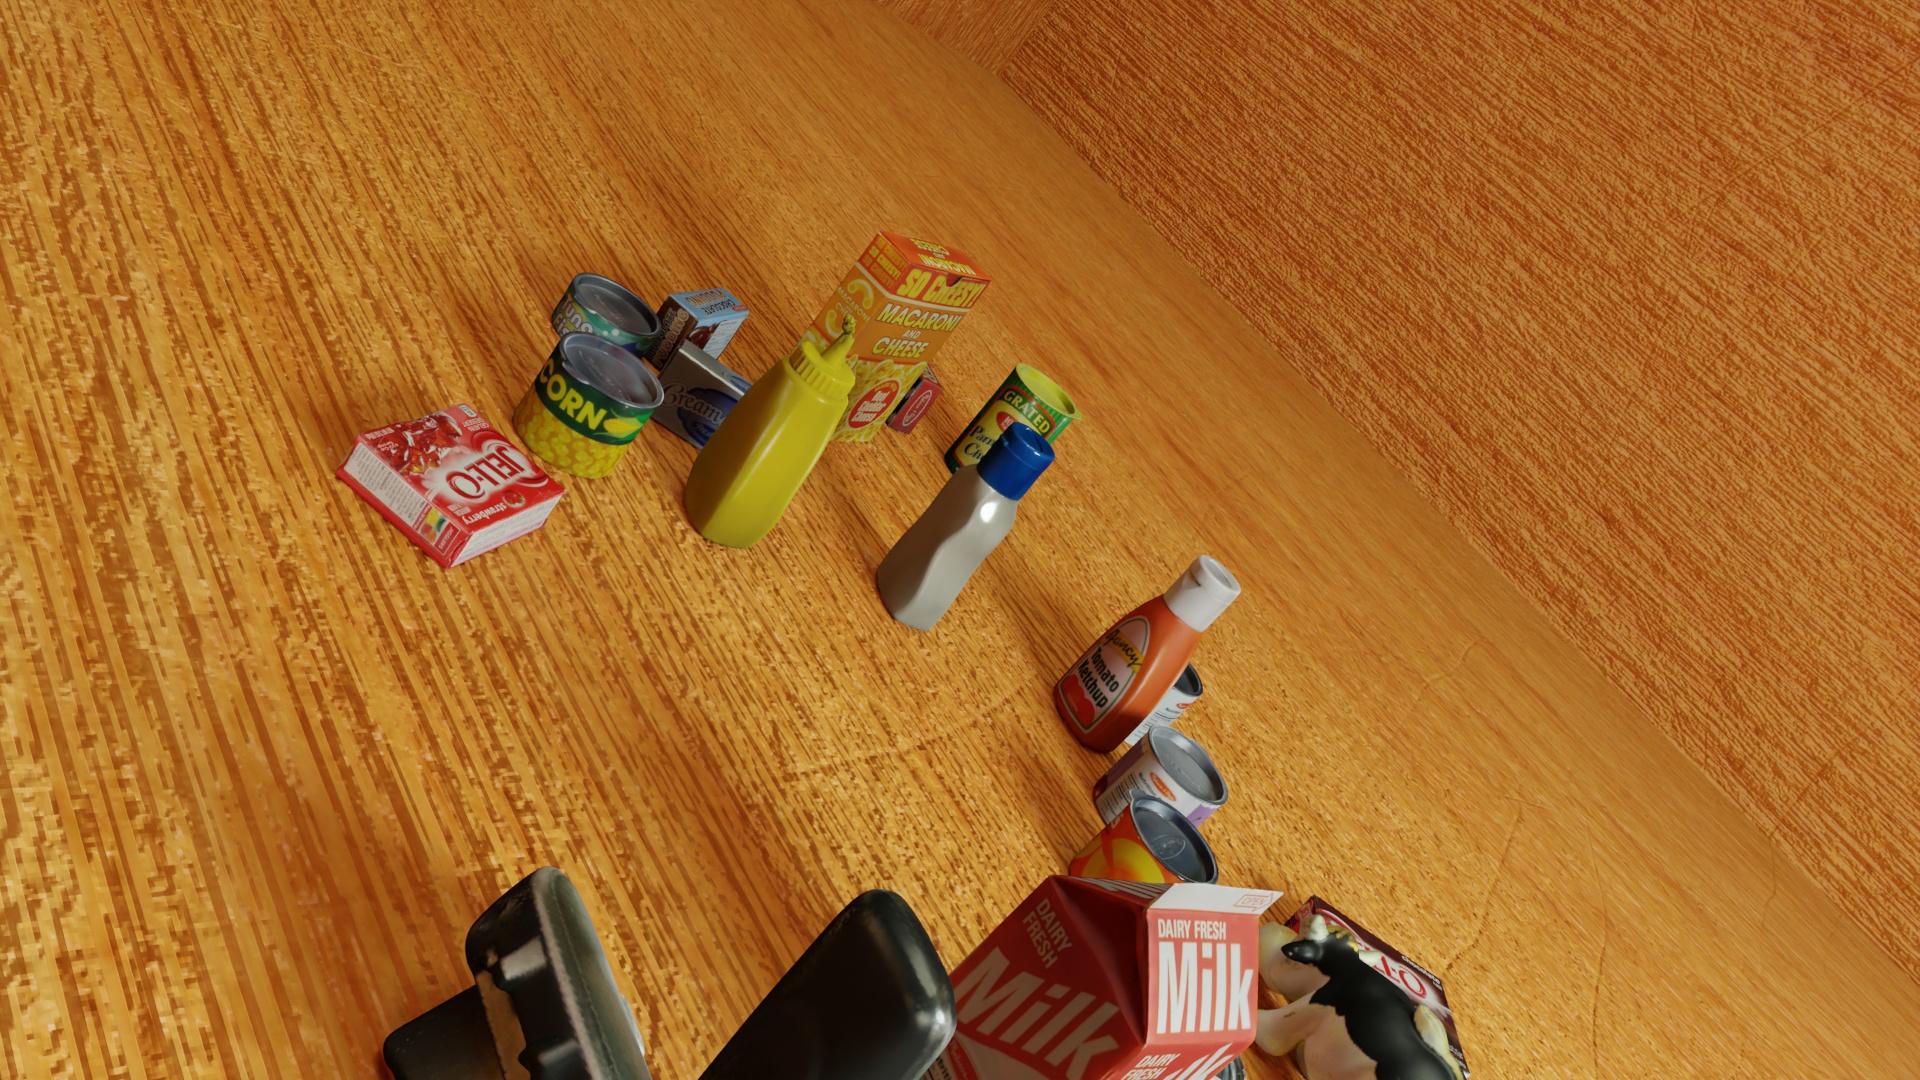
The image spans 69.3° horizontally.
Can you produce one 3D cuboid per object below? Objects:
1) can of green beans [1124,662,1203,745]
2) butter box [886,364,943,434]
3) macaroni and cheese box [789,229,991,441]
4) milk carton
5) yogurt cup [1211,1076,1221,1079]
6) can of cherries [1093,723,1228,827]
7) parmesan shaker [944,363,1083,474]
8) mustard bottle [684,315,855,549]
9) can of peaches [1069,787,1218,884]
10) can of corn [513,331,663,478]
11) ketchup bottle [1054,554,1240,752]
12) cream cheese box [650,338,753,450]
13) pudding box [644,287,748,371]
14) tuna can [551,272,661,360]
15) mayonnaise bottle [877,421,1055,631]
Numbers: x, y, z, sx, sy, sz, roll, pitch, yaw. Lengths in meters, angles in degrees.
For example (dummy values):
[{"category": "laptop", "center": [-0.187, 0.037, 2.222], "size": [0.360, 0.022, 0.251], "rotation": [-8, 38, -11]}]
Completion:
[{"category": "can of green beans", "center": [0.132, 0.107, 1.005], "size": [0.071, 0.057, 0.071], "rotation": [33, 23, -16]}, {"category": "butter box", "center": [-0.053, -0.142, 1.191], "size": [0.024, 0.053, 0.104], "rotation": [23, 28, -37]}, {"category": "macaroni and cheese box", "center": [-0.064, -0.146, 1.031], "size": [0.040, 0.166, 0.124], "rotation": [47, 23, 17]}, {"category": "milk carton", "center": [0.039, 0.190, 0.527], "size": [0.072, 0.190, 0.074], "rotation": [17, 31, -44]}, {"category": "yogurt cup", "center": [0.101, 0.283, 0.629], "size": [0.072, 0.053, 0.073], "rotation": [33, 23, -16]}, {"category": "can of cherries", "center": [0.130, 0.162, 0.897], "size": [0.071, 0.058, 0.072], "rotation": [33, 23, -16]}, {"category": "parmesan shaker", "center": [0.044, -0.088, 1.175], "size": [0.071, 0.102, 0.071], "rotation": [33, 23, -16]}, {"category": "mustard bottle", "center": [-0.105, -0.068, 0.827], "size": [0.049, 0.159, 0.065], "rotation": [21, 29, -40]}, {"category": "can of peaches", "center": [0.104, 0.189, 0.807], "size": [0.071, 0.058, 0.071], "rotation": [33, 23, -16]}, {"category": "can of corn", "center": [-0.217, -0.078, 0.803], "size": [0.071, 0.058, 0.071], "rotation": [33, 23, -16]}, {"category": "ketchup bottle", "center": [0.128, 0.074, 0.941], "size": [0.043, 0.148, 0.065], "rotation": [22, 28, -38]}, {"category": "cream cheese box", "center": [-0.154, -0.081, 0.915], "size": [0.104, 0.053, 0.024], "rotation": [35, 22, -13]}, {"category": "pudding box", "center": [-0.191, -0.152, 0.997], "size": [0.030, 0.049, 0.084], "rotation": [42, 22, 4]}, {"category": "tuna can", "center": [-0.239, -0.146, 0.932], "size": [0.071, 0.032, 0.071], "rotation": [33, 23, -16]}, {"category": "mayonnaise bottle", "center": [0.003, -0.011, 0.907], "size": [0.041, 0.147, 0.065], "rotation": [25, 26, -33]}]
